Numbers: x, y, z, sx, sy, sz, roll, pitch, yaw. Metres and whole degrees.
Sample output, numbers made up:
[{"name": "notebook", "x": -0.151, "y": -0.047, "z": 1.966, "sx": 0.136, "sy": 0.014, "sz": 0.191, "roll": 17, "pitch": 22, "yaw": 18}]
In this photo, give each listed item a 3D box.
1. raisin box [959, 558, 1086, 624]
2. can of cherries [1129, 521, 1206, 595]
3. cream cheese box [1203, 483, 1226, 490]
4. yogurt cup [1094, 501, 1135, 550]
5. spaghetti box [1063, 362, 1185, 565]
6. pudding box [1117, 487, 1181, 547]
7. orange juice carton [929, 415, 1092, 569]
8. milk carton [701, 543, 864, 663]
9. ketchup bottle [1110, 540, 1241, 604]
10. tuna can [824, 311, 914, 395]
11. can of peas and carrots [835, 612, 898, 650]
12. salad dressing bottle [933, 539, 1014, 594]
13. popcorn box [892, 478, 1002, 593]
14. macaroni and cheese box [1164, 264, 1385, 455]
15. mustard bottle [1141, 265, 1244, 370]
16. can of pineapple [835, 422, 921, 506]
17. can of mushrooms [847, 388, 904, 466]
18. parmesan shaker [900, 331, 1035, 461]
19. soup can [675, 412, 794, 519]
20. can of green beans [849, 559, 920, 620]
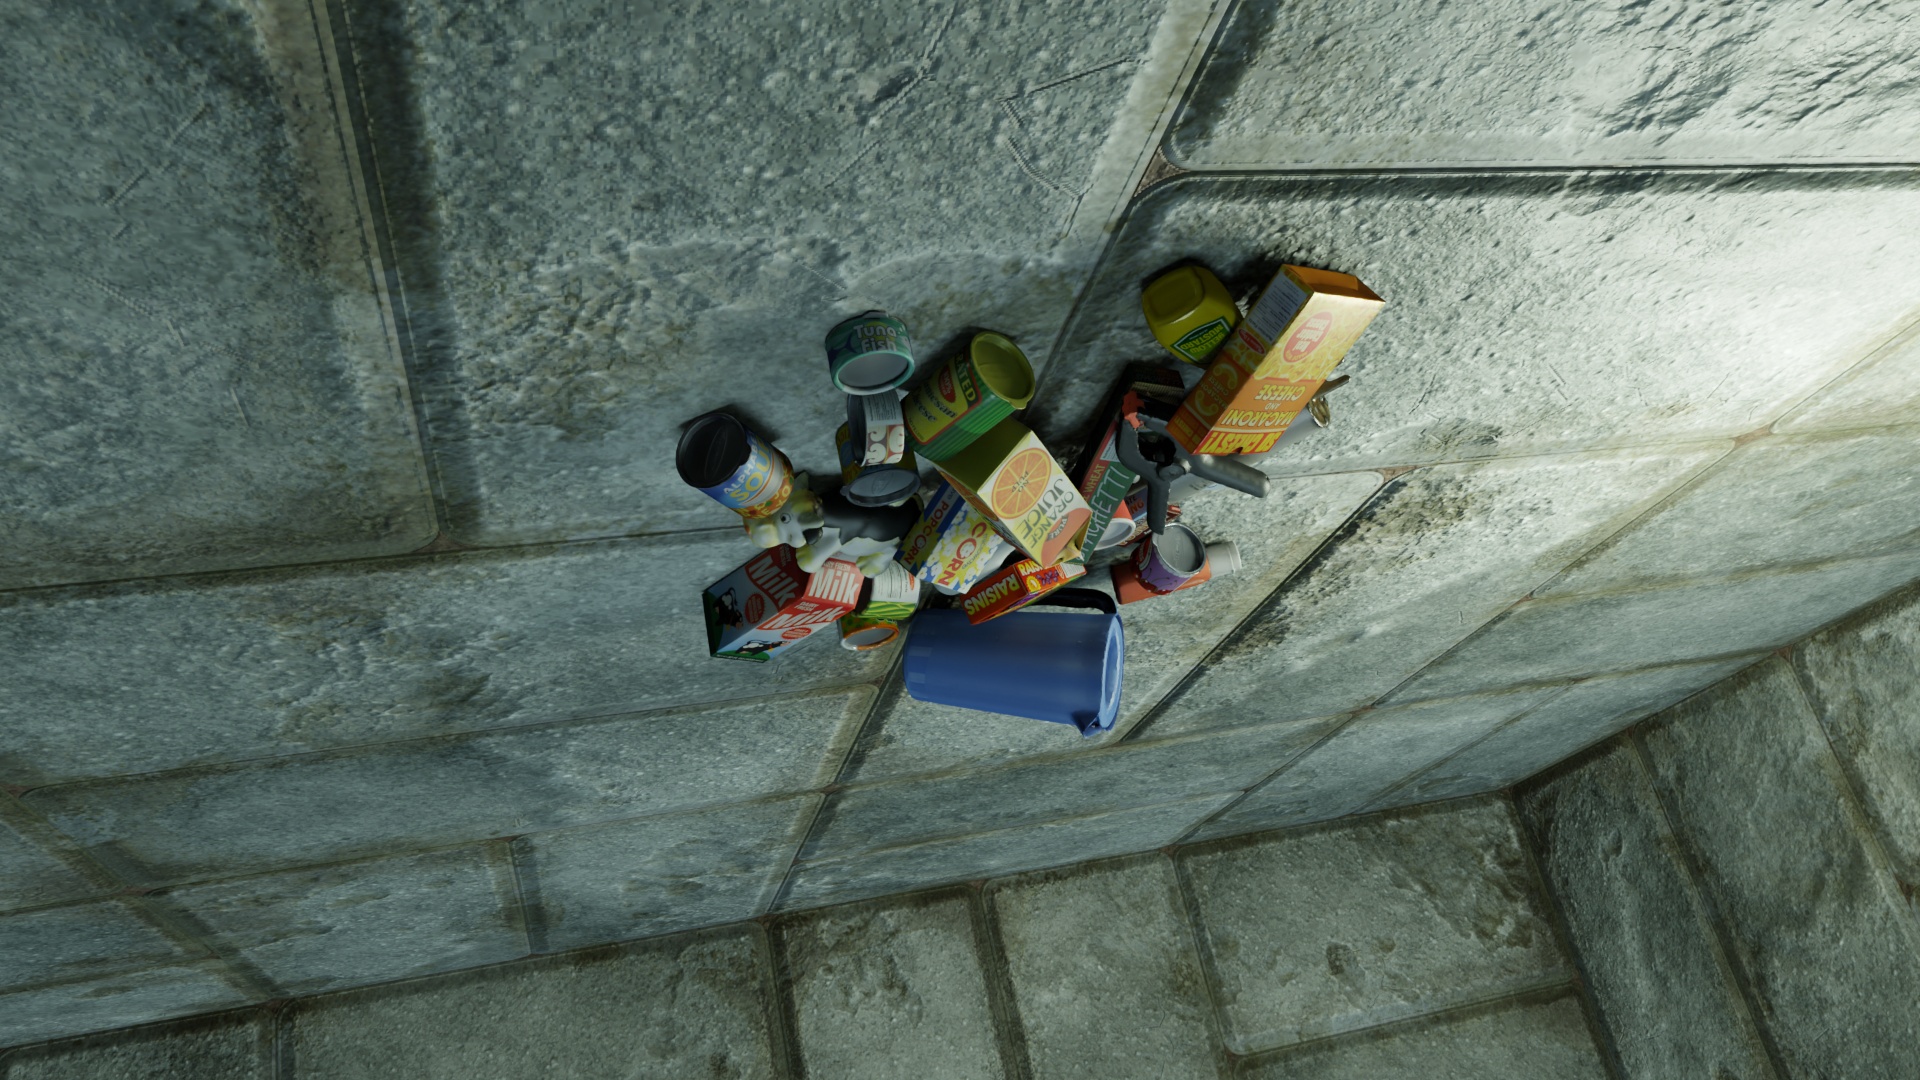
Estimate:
[{"name": "raisin box", "x": 0.069, "y": 0.049, "z": 1.515, "sx": 0.086, "sy": 0.040, "sz": 0.124, "roll": -31, "pitch": 171, "yaw": 36}, {"name": "can of cherries", "x": 0.230, "y": 0.019, "z": 1.555, "sx": 0.071, "sy": 0.072, "sz": 0.058, "roll": 1, "pitch": 154, "yaw": -28}, {"name": "cream cheese box", "x": 0.258, "y": -0.084, "z": 1.388, "sx": 0.053, "sy": 0.024, "sz": 0.103, "roll": -4, "pitch": 155, "yaw": -17}, {"name": "yogurt cup", "x": 0.139, "y": -0.027, "z": 1.413, "sx": 0.072, "sy": 0.054, "sz": 0.072, "roll": -11, "pitch": 156, "yaw": -5}, {"name": "spaghetti box", "x": 0.134, "y": -0.065, "z": 1.287, "sx": 0.050, "sy": 0.029, "sz": 0.248, "roll": 8, "pitch": 139, "yaw": -16}, {"name": "pudding box", "x": 0.185, "y": -0.026, "z": 1.471, "sx": 0.050, "sy": 0.030, "sz": 0.083, "roll": 13, "pitch": 145, "yaw": -43}, {"name": "orange juice carton", "x": 0.054, "y": -0.040, "z": 1.249, "sx": 0.073, "sy": 0.072, "sz": 0.192, "roll": -50, "pitch": 143, "yaw": -5}, {"name": "milk carton", "x": -0.173, "y": 0.053, "z": 1.404, "sx": 0.190, "sy": 0.074, "sz": 0.072, "roll": -31, "pitch": 151, "yaw": 34}, {"name": "ketchup bottle", "x": 0.252, "y": 0.036, "z": 1.627, "sx": 0.149, "sy": 0.044, "sz": 0.064, "roll": -14, "pitch": 157, "yaw": 1}, {"name": "tuna can", "x": -0.069, "y": -0.143, "z": 1.071, "sx": 0.071, "sy": 0.033, "sz": 0.070, "roll": -11, "pitch": 157, "yaw": -5}, {"name": "can of peas and carrots", "x": -0.102, "y": 0.081, "z": 1.522, "sx": 0.071, "sy": 0.059, "sz": 0.070, "roll": -11, "pitch": 157, "yaw": -5}, {"name": "salad dressing bottle", "x": 0.028, "y": 0.007, "z": 1.445, "sx": 0.064, "sy": 0.044, "sz": 0.147, "roll": 5, "pitch": 150, "yaw": -43}, {"name": "popcorn box", "x": 0.005, "y": -0.016, "z": 1.313, "sx": 0.126, "sy": 0.038, "sz": 0.085, "roll": -56, "pitch": 144, "yaw": 9}, {"name": "macaroni and cheese box", "x": 0.258, "y": -0.143, "z": 1.138, "sx": 0.124, "sy": 0.040, "sz": 0.165, "roll": -5, "pitch": 137, "yaw": -48}, {"name": "mustard bottle", "x": 0.204, "y": -0.171, "z": 1.134, "sx": 0.065, "sy": 0.049, "sz": 0.160, "roll": -28, "pitch": 153, "yaw": 24}, {"name": "can of pineapple", "x": -0.073, "y": -0.070, "z": 1.202, "sx": 0.071, "sy": 0.058, "sz": 0.070, "roll": -11, "pitch": 156, "yaw": -5}, {"name": "can of mushrooms", "x": -0.070, "y": -0.093, "z": 1.140, "sx": 0.033, "sy": 0.071, "sz": 0.070, "roll": -7, "pitch": 155, "yaw": -16}, {"name": "parmesan shaker", "x": 0.003, "y": -0.113, "z": 1.129, "sx": 0.071, "sy": 0.071, "sz": 0.102, "roll": 9, "pitch": 148, "yaw": -40}, {"name": "soup can", "x": -0.183, "y": -0.060, "z": 1.152, "sx": 0.071, "sy": 0.071, "sz": 0.083, "roll": -20, "pitch": 156, "yaw": 16}, {"name": "can of green beans", "x": -0.083, "y": 0.049, "z": 1.452, "sx": 0.058, "sy": 0.071, "sz": 0.071, "roll": 6, "pitch": 150, "yaw": -35}]
